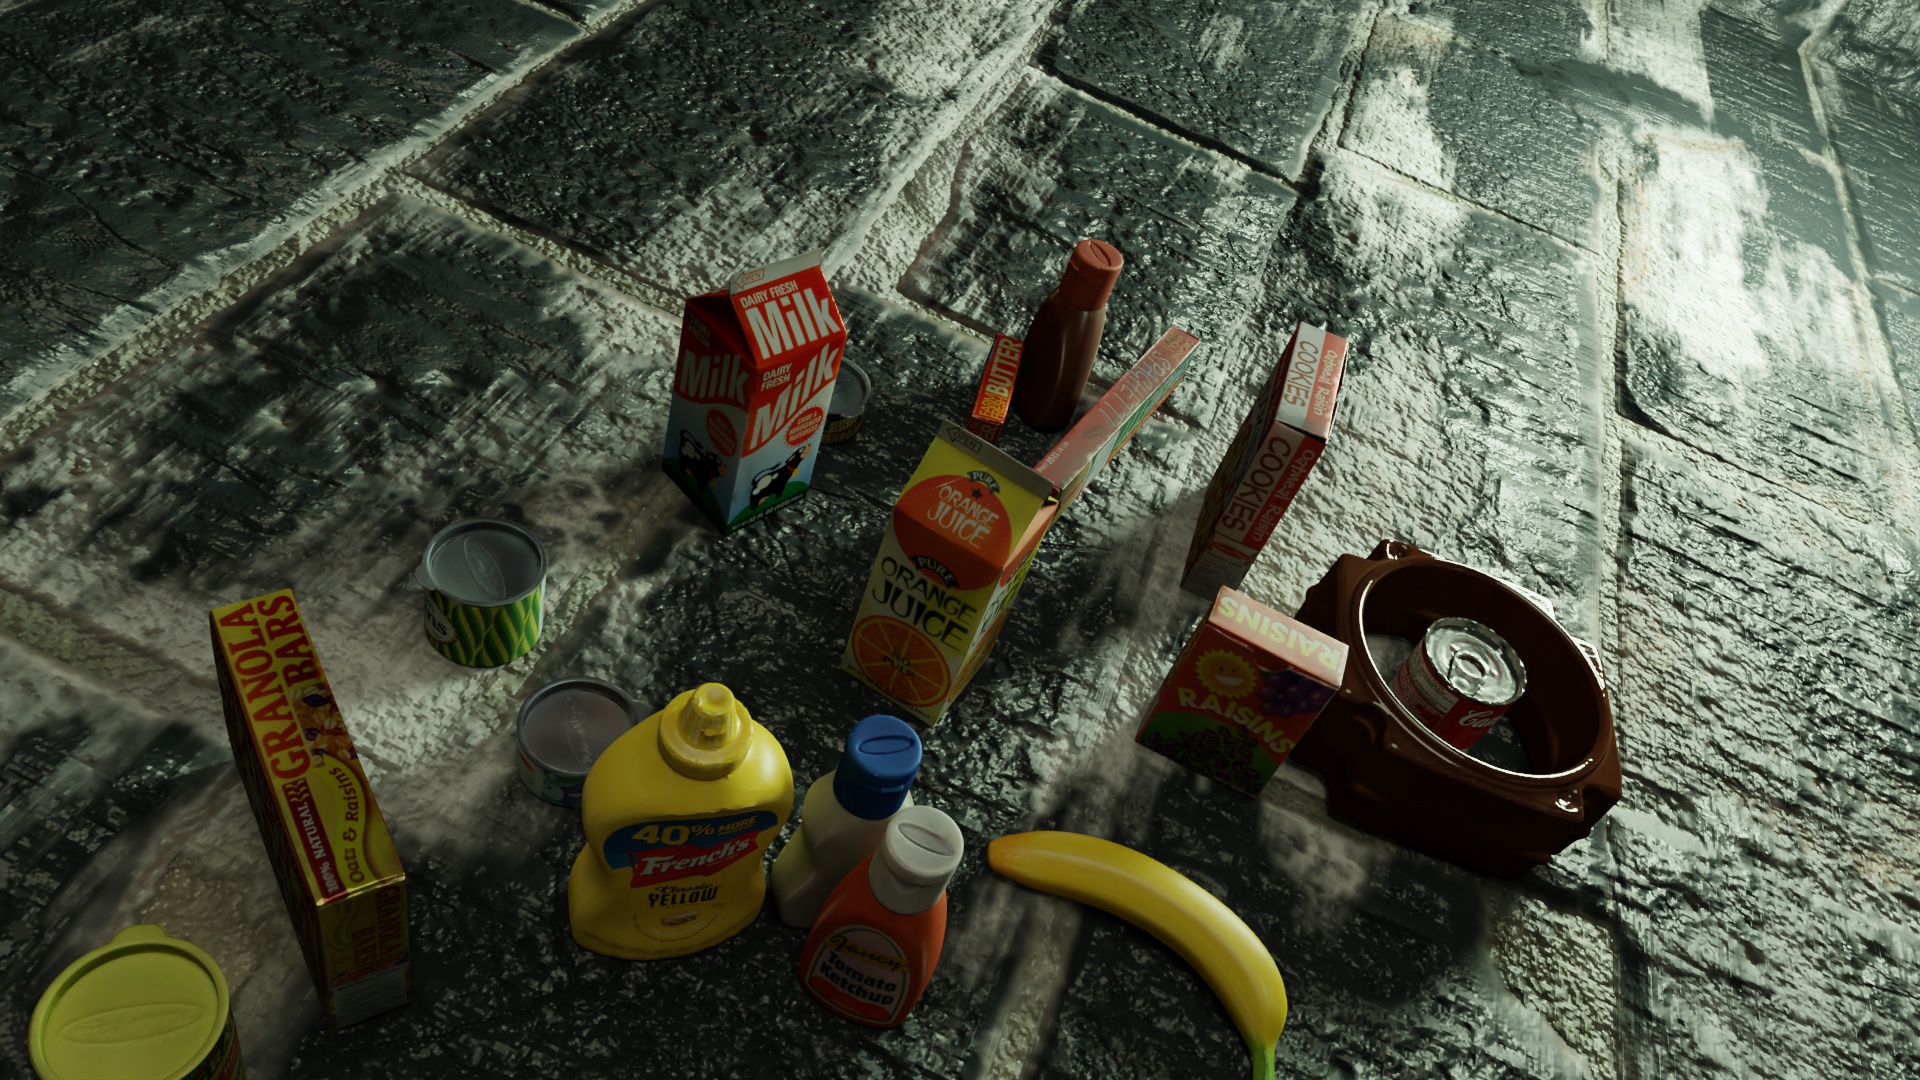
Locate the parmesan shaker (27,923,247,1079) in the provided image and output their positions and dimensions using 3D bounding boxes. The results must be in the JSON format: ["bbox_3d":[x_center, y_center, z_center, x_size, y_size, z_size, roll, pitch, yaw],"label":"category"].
[{"bbox_3d":[-0.328,0.212,0.564,0.071,0.102,0.072,11,45,-11],"label":"parmesan shaker"}]

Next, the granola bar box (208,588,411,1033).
[{"bbox_3d":[-0.301,0.125,0.642,0.039,0.123,0.166,-16,56,-32],"label":"granola bar box"}]

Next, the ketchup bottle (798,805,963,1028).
[{"bbox_3d":[-0.035,0.181,0.670,0.065,0.148,0.044,25,44,4],"label":"ketchup bottle"}]

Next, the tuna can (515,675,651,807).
[{"bbox_3d":[-0.206,0.109,0.758,0.071,0.032,0.071,11,45,-11],"label":"tuna can"}]

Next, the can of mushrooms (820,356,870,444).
[{"bbox_3d":[-0.099,-0.101,0.998,0.071,0.033,0.071,11,45,-11],"label":"can of mushrooms"}]

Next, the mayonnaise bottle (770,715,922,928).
[{"bbox_3d":[-0.054,0.144,0.699,0.065,0.147,0.041,-3,49,-23],"label":"mayonnaise bottle"}]

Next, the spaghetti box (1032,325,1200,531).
[{"bbox_3d":[0.115,-0.089,1.054,0.029,0.049,0.251,33,45,12],"label":"spaghetti box"}]

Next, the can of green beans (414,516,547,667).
[{"bbox_3d":[-0.271,0.030,0.791,0.071,0.057,0.071,11,45,-11],"label":"can of green beans"}]

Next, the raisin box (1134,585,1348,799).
[{"bbox_3d":[0.169,0.095,0.847,0.086,0.122,0.040,27,45,6],"label":"raisin box"}]

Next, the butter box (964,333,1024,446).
[{"bbox_3d":[0.022,-0.102,1.030,0.024,0.052,0.104,18,44,-3],"label":"butter box"}]

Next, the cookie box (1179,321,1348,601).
[{"bbox_3d":[0.213,-0.053,0.973,0.040,0.166,0.123,24,44,2],"label":"cookie box"}]

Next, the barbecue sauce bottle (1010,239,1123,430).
[{"bbox_3d":[0.079,-0.154,1.033,0.044,0.147,0.065,-8,51,-26],"label":"barbecue sauce bottle"}]

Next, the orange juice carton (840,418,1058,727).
[{"bbox_3d":[-0.004,0.015,0.809,0.072,0.191,0.073,31,45,10],"label":"orange juice carton"}]

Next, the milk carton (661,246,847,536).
[{"bbox_3d":[-0.130,-0.100,0.873,0.073,0.189,0.073,-28,62,-38],"label":"milk carton"}]
